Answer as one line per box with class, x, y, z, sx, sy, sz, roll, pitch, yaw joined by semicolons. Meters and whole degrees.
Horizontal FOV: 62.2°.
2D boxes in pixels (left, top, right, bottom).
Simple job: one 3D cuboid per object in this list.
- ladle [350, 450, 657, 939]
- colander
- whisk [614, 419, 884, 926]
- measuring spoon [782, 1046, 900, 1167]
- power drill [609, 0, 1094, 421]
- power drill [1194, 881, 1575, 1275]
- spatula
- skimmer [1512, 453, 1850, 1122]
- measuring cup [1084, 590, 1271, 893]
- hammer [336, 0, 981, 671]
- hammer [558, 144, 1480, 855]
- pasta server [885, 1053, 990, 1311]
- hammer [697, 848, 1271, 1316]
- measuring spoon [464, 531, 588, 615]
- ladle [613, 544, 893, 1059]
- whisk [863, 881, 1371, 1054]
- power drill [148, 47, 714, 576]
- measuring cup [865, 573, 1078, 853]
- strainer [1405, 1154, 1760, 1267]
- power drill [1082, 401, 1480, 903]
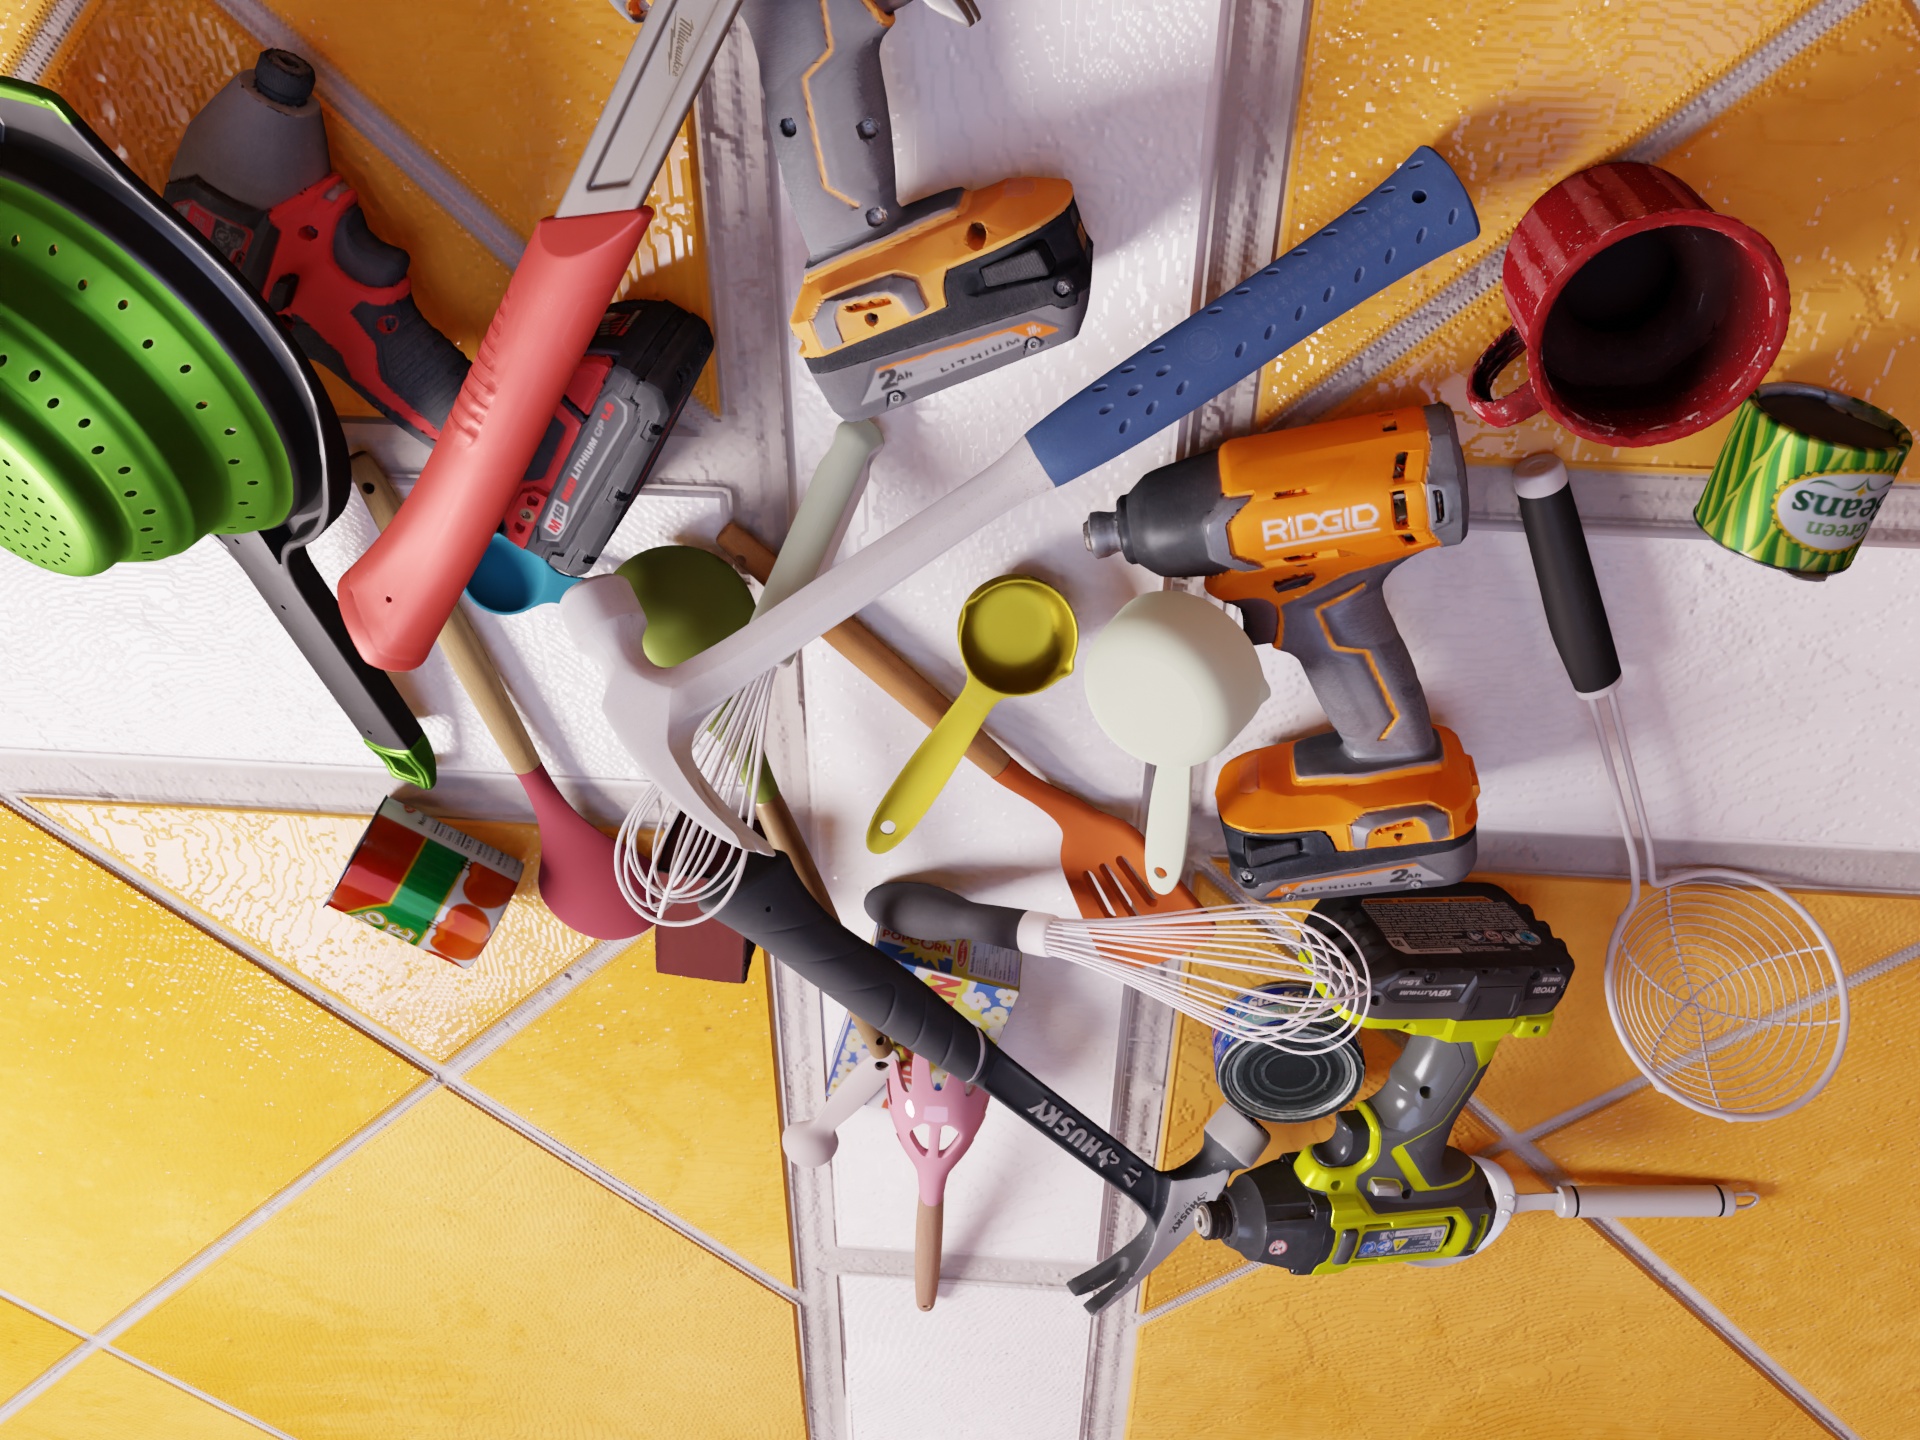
ladle;-0.233;0.002;0.821;0.069;0.031;0.315;-17;121;6
colander;-0.339;-0.072;0.685;0.204;0.094;0.396;16;145;25
whisk;-0.090;-0.022;0.716;0.059;0.058;0.246;24;92;2
measuring spoon;-0.069;0.228;0.926;0.034;0.018;0.124;27;127;-15
power drill;-0.019;-0.246;0.590;0.185;0.084;0.226;-18;118;16
power drill;0.224;0.201;0.853;0.171;0.080;0.223;1;117;-17
spatula;0.001;0.015;0.799;0.322;0.041;0.081;40;137;-20
skimmer;0.339;0.038;0.756;0.127;0.090;0.363;-34;119;-11
measuring cup;0.090;0.022;0.720;0.083;0.038;0.167;19;129;26
hammer;-0.144;-0.153;0.598;0.149;0.037;0.359;32;119;-8
hammer;0.026;-0.095;0.651;0.405;0.144;0.035;-32;163;9
pasta server;-0.018;0.297;0.985;0.060;0.040;0.316;4;140;1
hammer;0.013;0.190;0.847;0.149;0.036;0.408;-50;124;-4
measuring spoon;-0.178;-0.063;0.777;0.128;0.021;0.042;14;112;-16
ladle;-0.096;0.054;0.813;0.078;0.062;0.319;-33;124;-20
whisk;0.069;0.115;0.809;0.285;0.070;0.070;6;131;31
power drill;-0.225;-0.169;0.667;0.219;0.079;0.143;29;124;-11
measuring cup;-0.001;-0.002;0.766;0.062;0.029;0.156;31;103;-14
strainer;0.361;0.294;0.972;0.258;0.050;0.086;0;115;-2
power drill;0.154;-0.027;0.734;0.164;0.084;0.226;-8;121;13
